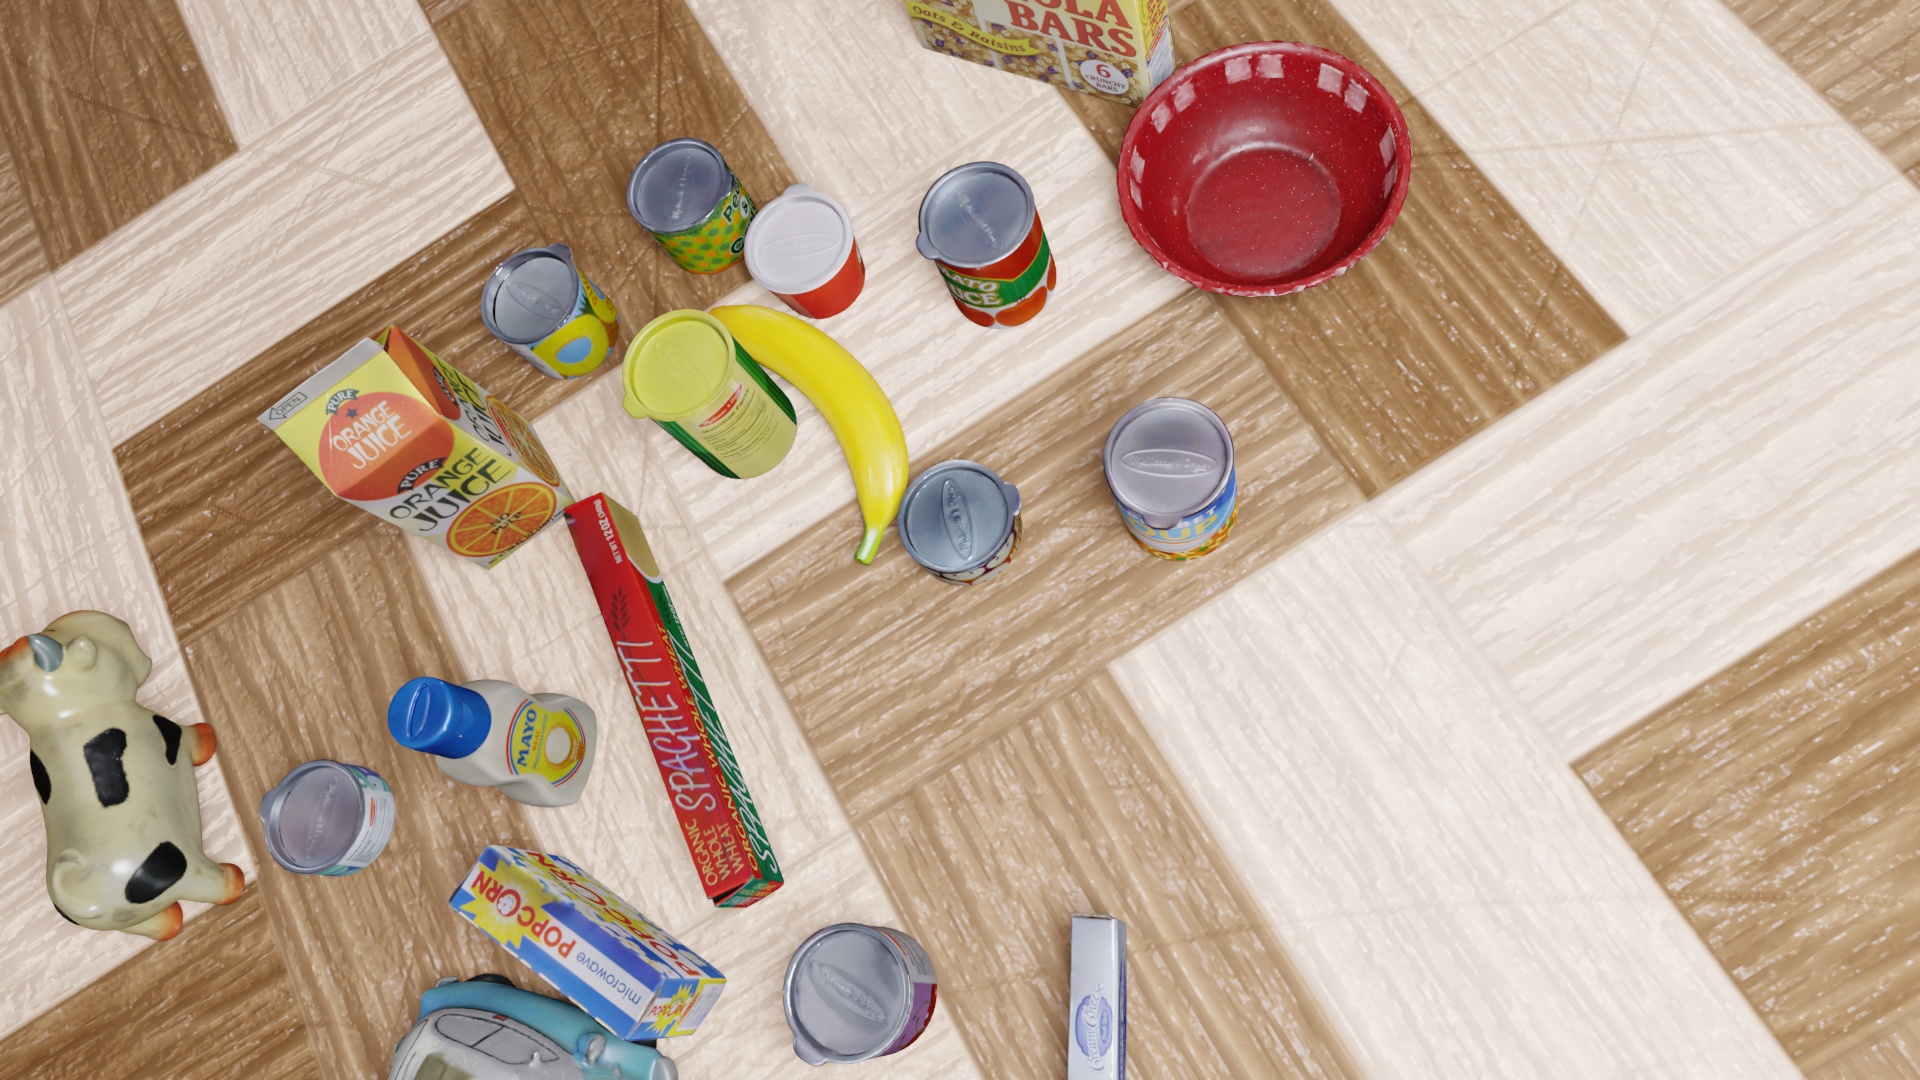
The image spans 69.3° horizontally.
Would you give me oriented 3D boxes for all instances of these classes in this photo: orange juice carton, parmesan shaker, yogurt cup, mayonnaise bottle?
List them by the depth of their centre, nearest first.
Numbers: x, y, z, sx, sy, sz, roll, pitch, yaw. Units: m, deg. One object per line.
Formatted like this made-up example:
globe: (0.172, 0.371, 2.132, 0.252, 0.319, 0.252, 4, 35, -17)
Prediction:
mayonnaise bottle: (-0.248, 0.105, 0.746, 0.041, 0.148, 0.065, 3, 74, 14)
orange juice carton: (-0.305, -0.055, 0.787, 0.072, 0.192, 0.073, -36, 69, 1)
parmesan shaker: (-0.145, -0.080, 0.805, 0.071, 0.103, 0.071, -4, 72, 12)
yogurt cup: (-0.091, -0.171, 0.847, 0.072, 0.054, 0.072, -4, 72, 12)

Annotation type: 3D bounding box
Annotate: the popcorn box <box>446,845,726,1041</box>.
popcorn box: (-0.195, 0.212, 0.734, 0.127, 0.085, 0.038, 29, 82, 20)

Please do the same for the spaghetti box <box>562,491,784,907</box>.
spaghetti box: (-0.164, 0.087, 0.785, 0.028, 0.050, 0.251, -28, 69, 4)

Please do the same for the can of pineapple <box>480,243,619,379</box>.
can of pineapple: (-0.256, -0.143, 0.875, 0.071, 0.057, 0.071, -4, 72, 12)

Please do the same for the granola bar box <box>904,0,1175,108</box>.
granola bar box: (0.042, -0.326, 0.827, 0.166, 0.124, 0.039, 22, 80, 19)

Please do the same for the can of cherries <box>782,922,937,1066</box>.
can of cherries: (-0.052, 0.232, 0.708, 0.071, 0.058, 0.071, -4, 72, 12)

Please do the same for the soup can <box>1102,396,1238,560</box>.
soup can: (0.113, -0.028, 0.738, 0.071, 0.083, 0.071, -4, 72, 12)

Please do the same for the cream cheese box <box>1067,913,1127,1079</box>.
cream cheese box: (0.068, 0.237, 0.681, 0.024, 0.053, 0.104, -1, 73, 13)

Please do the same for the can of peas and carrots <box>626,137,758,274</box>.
can of peas and carrots: (-0.165, -0.210, 0.874, 0.071, 0.058, 0.071, -4, 72, 12)

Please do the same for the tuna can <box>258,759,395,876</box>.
tuna can: (-0.373, 0.164, 0.819, 0.071, 0.032, 0.071, -4, 72, 12)

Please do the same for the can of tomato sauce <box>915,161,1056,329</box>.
can of tomato sauce: (0.016, -0.168, 0.805, 0.071, 0.083, 0.071, -4, 72, 12)

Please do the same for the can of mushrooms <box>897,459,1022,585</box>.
can of mushrooms: (0.003, -0.010, 0.785, 0.071, 0.033, 0.071, -4, 72, 12)
